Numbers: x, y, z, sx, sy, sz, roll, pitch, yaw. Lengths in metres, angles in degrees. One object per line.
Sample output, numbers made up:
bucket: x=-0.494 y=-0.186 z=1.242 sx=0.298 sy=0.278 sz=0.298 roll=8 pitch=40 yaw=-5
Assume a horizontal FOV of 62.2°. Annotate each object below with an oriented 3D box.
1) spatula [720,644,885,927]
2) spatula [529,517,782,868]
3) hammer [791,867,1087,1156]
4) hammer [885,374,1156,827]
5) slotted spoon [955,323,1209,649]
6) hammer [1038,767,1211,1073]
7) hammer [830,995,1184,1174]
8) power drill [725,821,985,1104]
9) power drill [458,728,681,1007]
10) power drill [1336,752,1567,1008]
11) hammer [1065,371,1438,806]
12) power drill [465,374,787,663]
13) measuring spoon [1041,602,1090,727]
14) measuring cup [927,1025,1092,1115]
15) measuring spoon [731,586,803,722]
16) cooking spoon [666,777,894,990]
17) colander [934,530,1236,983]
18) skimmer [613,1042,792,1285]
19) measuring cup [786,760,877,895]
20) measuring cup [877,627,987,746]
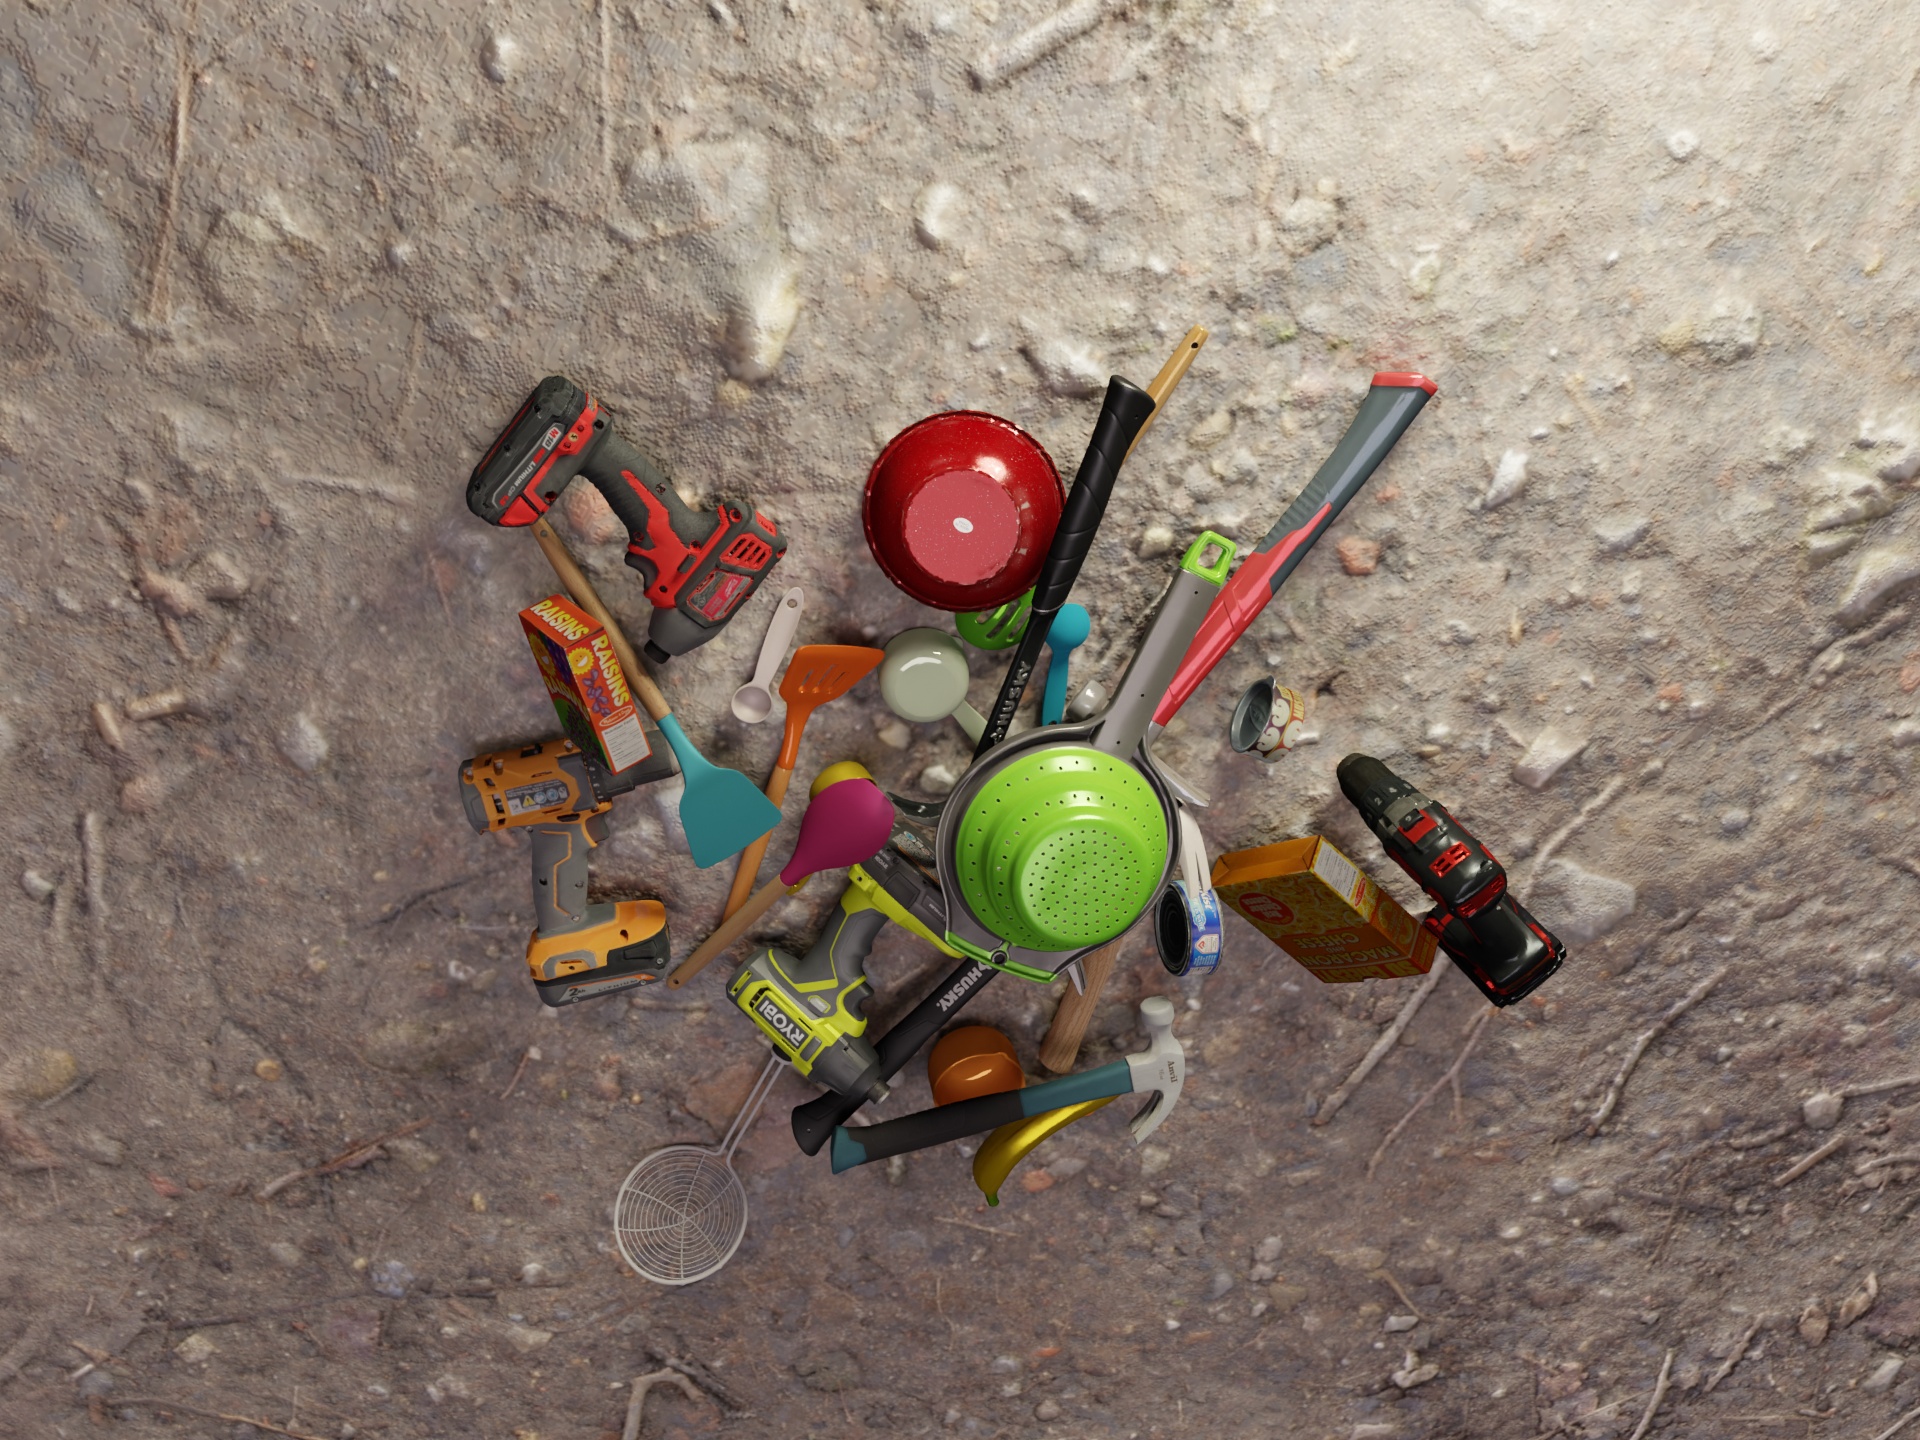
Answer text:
spatula: x=-0.153 y=0.063 z=1.351 sx=0.081 sy=0.041 sz=0.322 roll=2 pitch=123 yaw=-34
spatula: x=-0.255 y=-0.025 z=1.279 sx=0.082 sy=0.044 sz=0.317 roll=-32 pitch=102 yaw=-7
hammer: x=-0.032 y=0.279 z=1.435 sx=0.146 sy=0.035 sz=0.334 roll=45 pitch=104 yaw=4
hammer: x=0.058 y=-0.077 z=1.235 sx=0.149 sy=0.036 sz=0.408 roll=-6 pitch=129 yaw=-38
slotted spoon: x=0.097 y=-0.177 z=1.252 sx=0.070 sy=0.031 sz=0.313 roll=27 pitch=111 yaw=-22
hammer: x=0.132 y=0.195 z=1.421 sx=0.031 sy=0.130 sz=0.331 roll=-20 pitch=138 yaw=-43
hammer: x=0.041 y=0.347 z=1.430 sx=0.331 sy=0.033 sz=0.128 roll=-14 pitch=109 yaw=-3
power drill: x=-0.080 y=0.214 z=1.386 sx=0.171 sy=0.080 sz=0.223 roll=41 pitch=108 yaw=8
power drill: x=-0.304 y=0.115 z=1.348 sx=0.185 sy=0.084 sz=0.226 roll=-14 pitch=113 yaw=-6
power drill: x=0.418 y=0.132 z=1.377 sx=0.080 sy=0.188 sz=0.226 roll=-41 pitch=132 yaw=4
hammer: x=0.255 y=-0.109 z=1.275 sx=0.143 sy=0.038 sz=0.386 roll=38 pitch=108 yaw=0
power drill: x=-0.256 y=-0.146 z=1.209 sx=0.219 sy=0.079 sz=0.143 roll=36 pitch=102 yaw=-24
measuring spoon: x=0.086 y=-0.036 z=1.323 sx=0.042 sy=0.021 sz=0.128 roll=-8 pitch=123 yaw=-23
measuring cup: x=0.049 y=0.341 z=1.511 sx=0.173 sy=0.052 sz=0.095 roll=18 pitch=115 yaw=-25
measuring spoon: x=-0.155 y=-0.055 z=1.307 sx=0.034 sy=0.018 sz=0.124 roll=20 pitch=108 yaw=-14
cooking spoon: x=-0.164 y=0.150 z=1.369 sx=0.069 sy=0.017 sz=0.319 roll=46 pitch=122 yaw=-2
colander: x=0.123 y=0.040 z=1.244 sx=0.204 sy=0.095 sz=0.397 roll=24 pitch=100 yaw=-16
skimmer: x=-0.206 y=0.367 z=1.480 sx=0.127 sy=0.090 sz=0.363 roll=35 pitch=111 yaw=13
measuring cup: x=-0.123 y=0.093 z=1.377 sx=0.062 sy=0.029 sz=0.156 roll=-6 pitch=140 yaw=-42
measuring cup: x=-0.002 y=-0.004 z=1.328 sx=0.083 sy=0.038 sz=0.167 roll=-36 pitch=115 yaw=14
